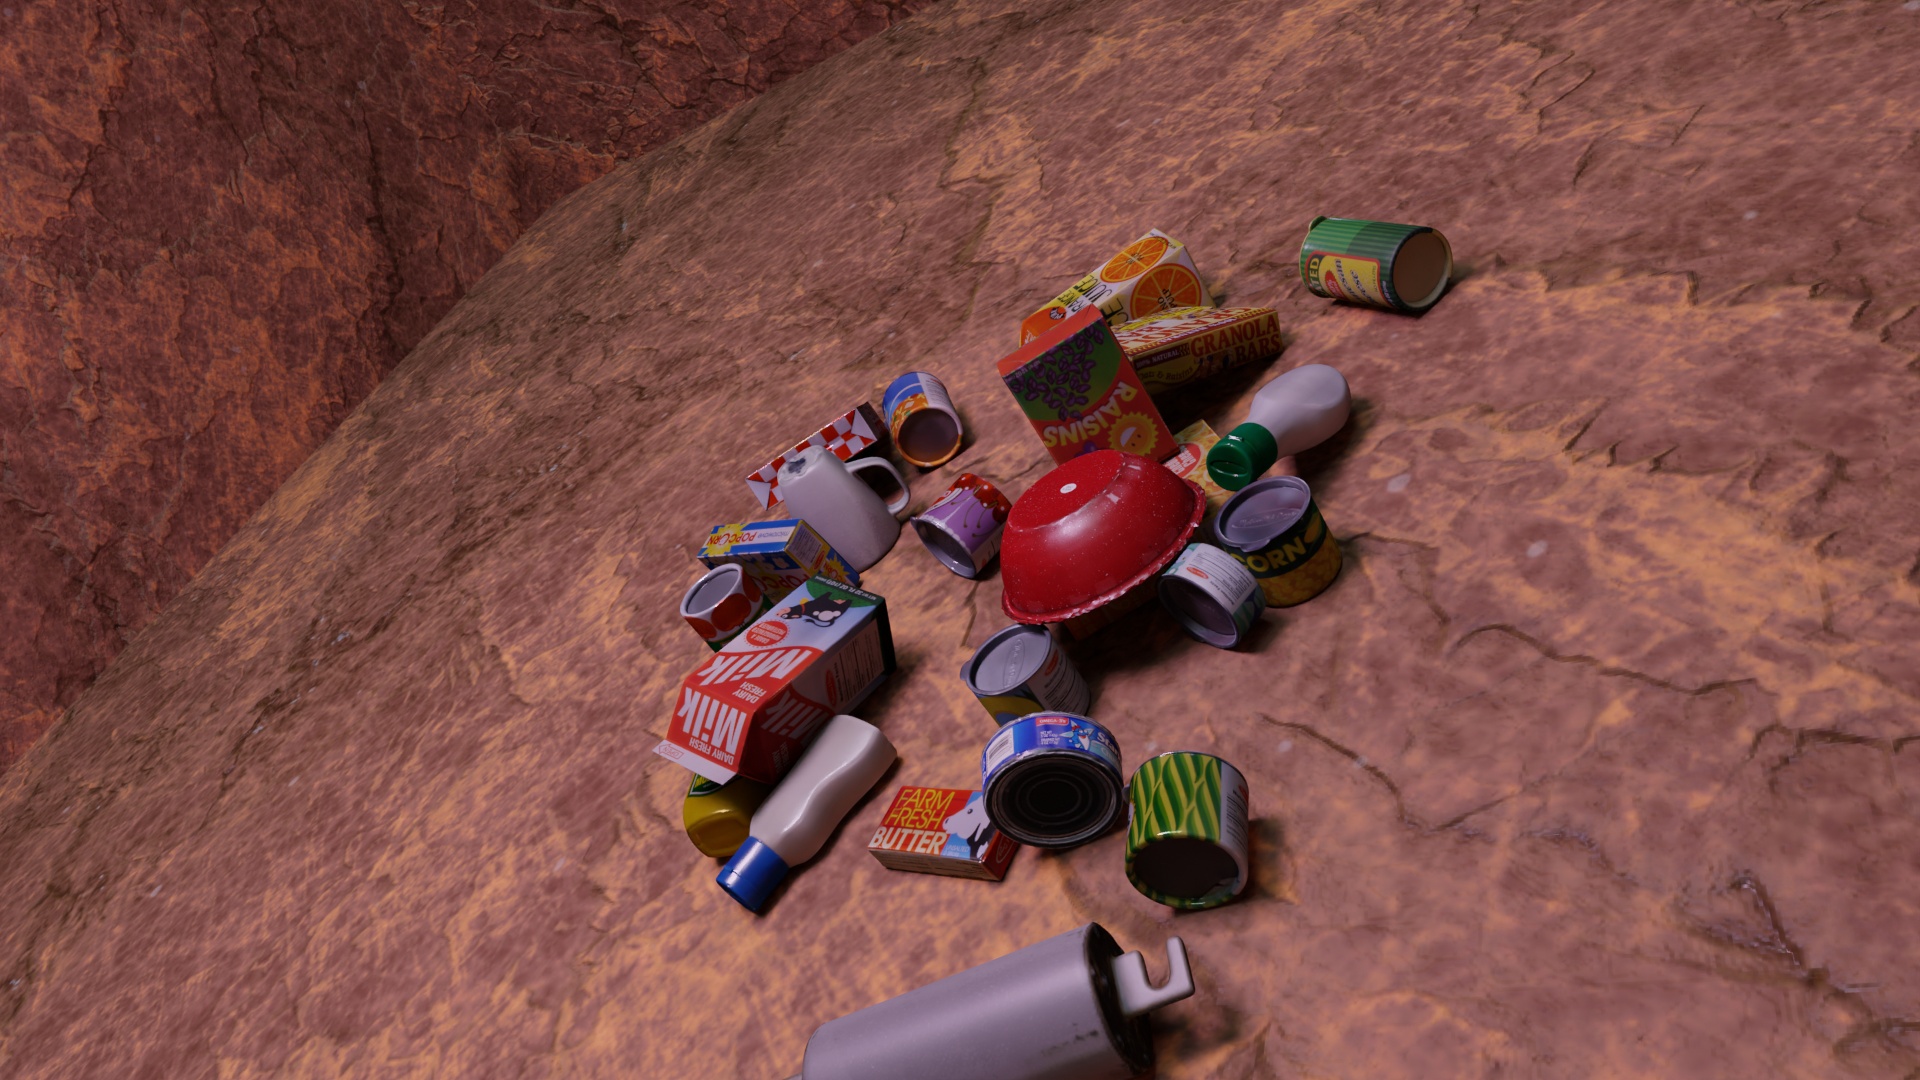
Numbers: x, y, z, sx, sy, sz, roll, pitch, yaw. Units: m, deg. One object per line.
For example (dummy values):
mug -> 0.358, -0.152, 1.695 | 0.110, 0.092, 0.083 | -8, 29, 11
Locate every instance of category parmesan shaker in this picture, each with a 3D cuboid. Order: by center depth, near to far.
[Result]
parmesan shaker -> 0.327, -0.222, 1.101 | 0.071, 0.071, 0.103 | -42, 30, -11

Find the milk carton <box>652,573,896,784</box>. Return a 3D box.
milk carton -> -0.136, 0.110, 1.027 | 0.072, 0.073, 0.191 | 17, 40, 31

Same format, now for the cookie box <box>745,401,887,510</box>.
cookie box -> -0.135, -0.084, 1.348 | 0.123, 0.040, 0.167 | -32, 6, 4

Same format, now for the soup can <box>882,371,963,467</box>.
soup can -> -0.038, -0.114, 1.327 | 0.071, 0.071, 0.084 | -32, 29, 6

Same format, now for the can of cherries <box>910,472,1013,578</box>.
can of cherries -> 0.004, -0.014, 1.130 | 0.058, 0.071, 0.071 | -46, 31, -19

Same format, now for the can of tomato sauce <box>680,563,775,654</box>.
can of tomato sauce -> -0.189, 0.071, 1.191 | 0.071, 0.083, 0.071 | -26, 30, 17

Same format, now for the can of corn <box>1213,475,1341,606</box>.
can of corn -> 0.207, 0.003, 0.907 | 0.071, 0.058, 0.071 | -26, 30, 16

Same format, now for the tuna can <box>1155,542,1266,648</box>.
tuna can -> 0.162, 0.037, 0.901 | 0.033, 0.071, 0.071 | -46, 31, -20

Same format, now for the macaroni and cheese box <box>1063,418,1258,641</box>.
macaroni and cheese box -> 0.134, -0.009, 1.019 | 0.166, 0.040, 0.124 | -32, 28, 5

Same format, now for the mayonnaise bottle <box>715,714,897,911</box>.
mayonnaise bottle -> -0.111, 0.191, 0.979 | 0.065, 0.041, 0.149 | 8, 51, 51

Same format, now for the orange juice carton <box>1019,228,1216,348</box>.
orange juice carton -> 0.127, -0.194, 1.266 | 0.193, 0.073, 0.072 | -35, 29, 1

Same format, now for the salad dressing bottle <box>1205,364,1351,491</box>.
salad dressing bottle -> 0.224, -0.080, 0.980 | 0.064, 0.043, 0.148 | 16, 35, 35

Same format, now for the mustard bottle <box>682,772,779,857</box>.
mustard bottle -> -0.170, 0.168, 1.063 | 0.065, 0.048, 0.161 | -21, 32, 14

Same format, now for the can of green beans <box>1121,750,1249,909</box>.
can of green beans -> 0.124, 0.158, 0.757 | 0.071, 0.071, 0.058 | -20, 33, 26

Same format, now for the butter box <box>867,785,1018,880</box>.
butter box -> -0.008, 0.187, 0.893 | 0.103, 0.024, 0.053 | -6, 41, 42

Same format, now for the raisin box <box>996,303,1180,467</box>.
raisin box -> 0.095, -0.099, 1.025 | 0.086, 0.123, 0.040 | -31, 25, 6

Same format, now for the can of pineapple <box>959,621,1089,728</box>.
can of pineapple -> 0.044, 0.098, 0.936 | 0.071, 0.057, 0.071 | -26, 30, 16

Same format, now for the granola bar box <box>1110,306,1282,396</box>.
granola bar box -> 0.161, -0.156, 1.141 | 0.166, 0.039, 0.124 | -21, 20, -31

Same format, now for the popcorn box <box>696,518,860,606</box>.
popcorn box -> -0.161, 0.023, 1.229 | 0.126, 0.085, 0.038 | -4, 50, 43
